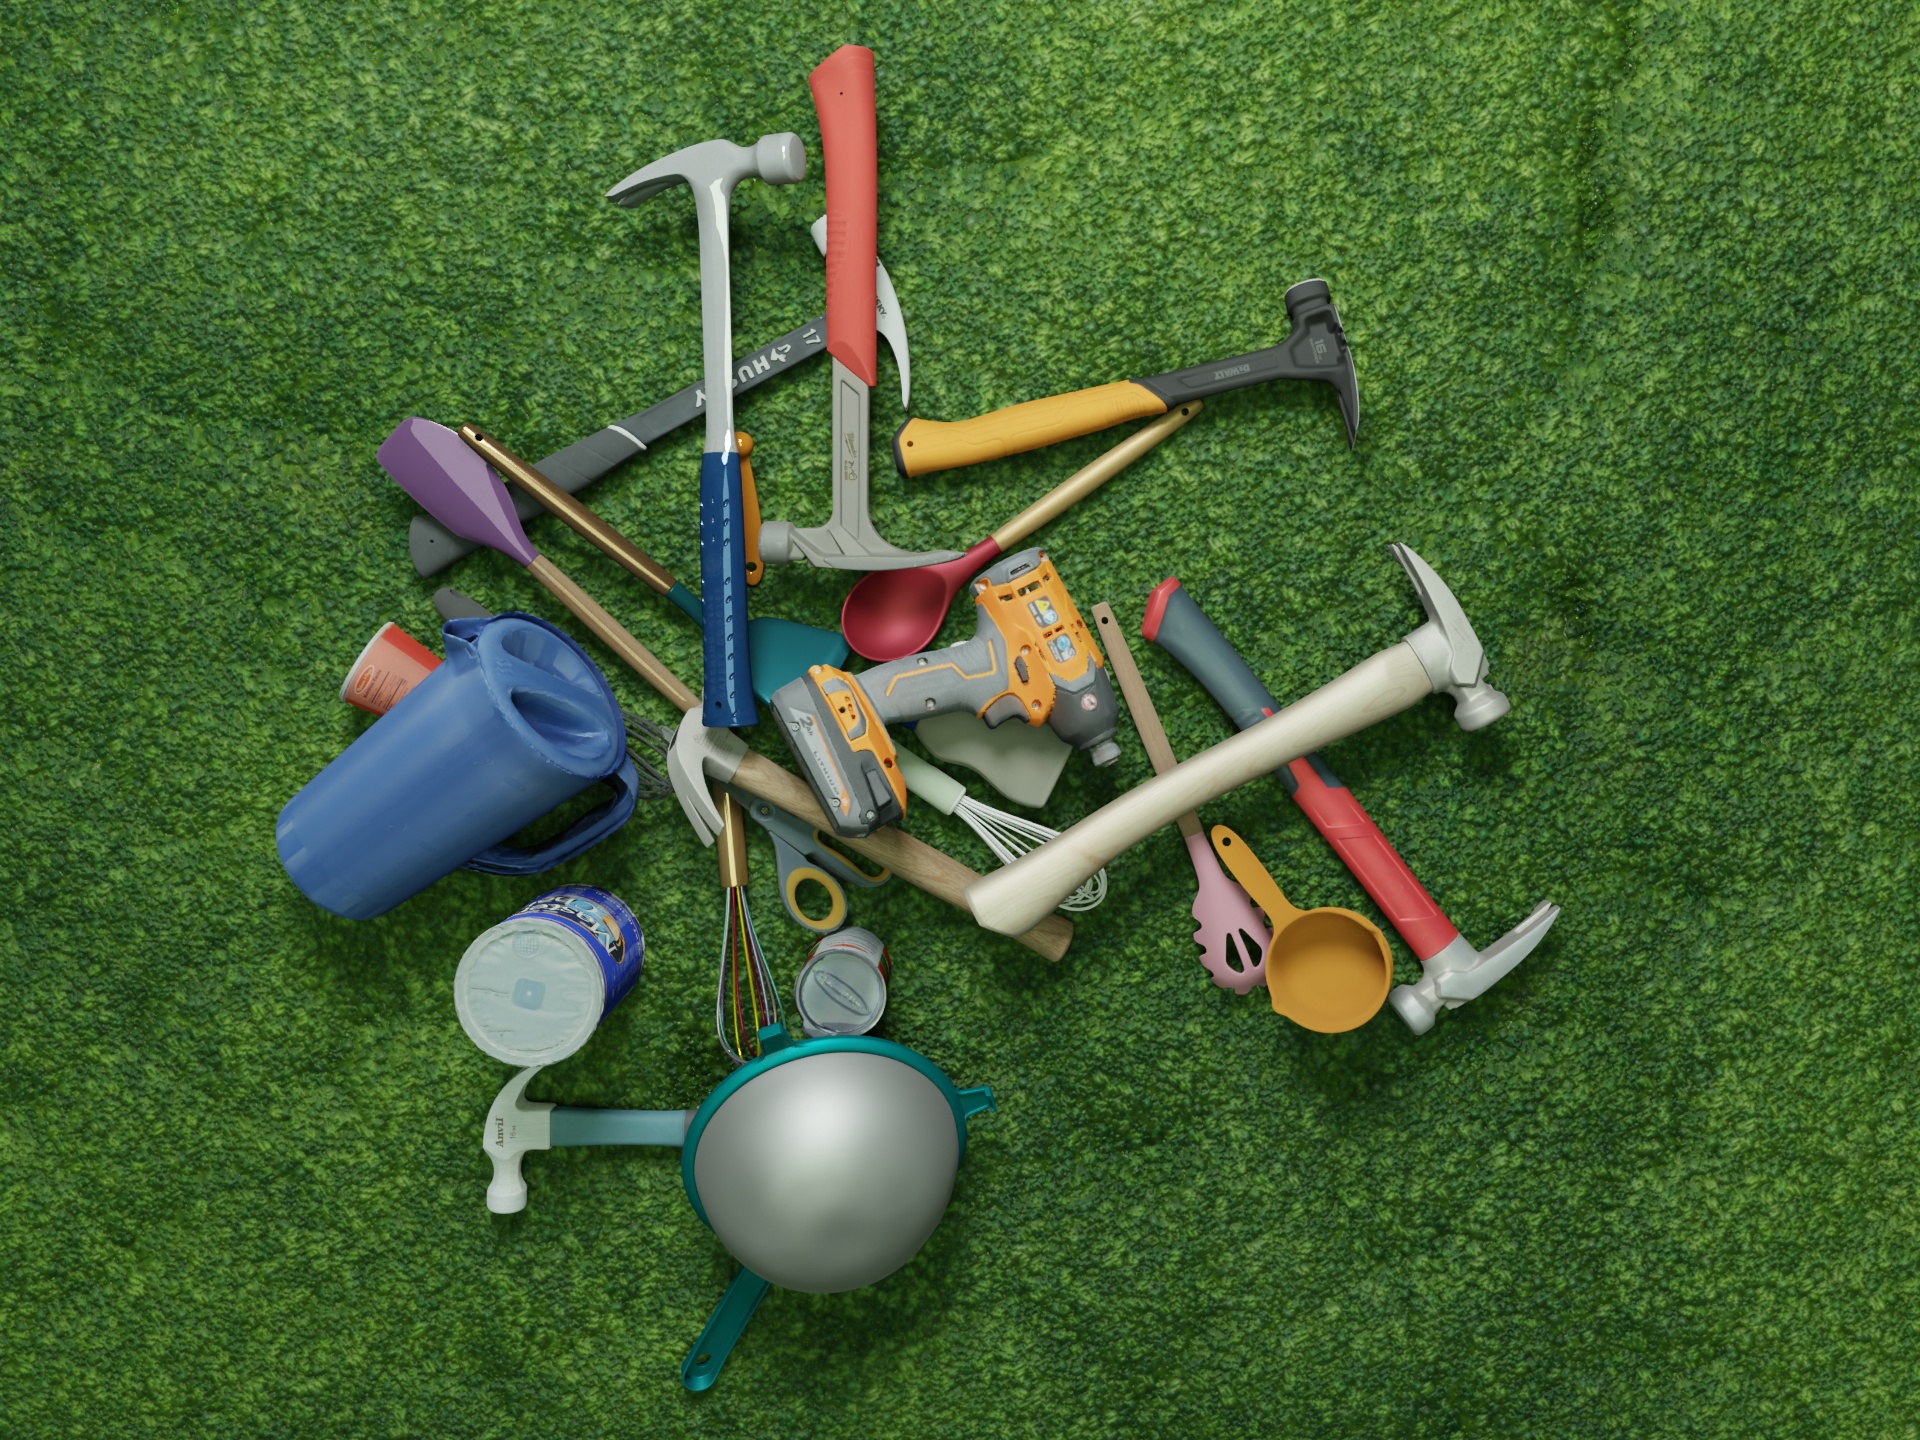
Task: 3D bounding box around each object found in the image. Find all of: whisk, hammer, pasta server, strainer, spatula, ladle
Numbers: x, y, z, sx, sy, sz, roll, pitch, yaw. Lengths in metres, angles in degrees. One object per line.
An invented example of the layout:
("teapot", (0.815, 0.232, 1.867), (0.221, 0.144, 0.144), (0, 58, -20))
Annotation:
("whisk", (-0.165, 0.146, 1.193), (0.051, 0.047, 0.245), (-5, 91, 2))
("hammer", (-0.195, 0.312, 1.210), (0.331, 0.033, 0.128), (1, 95, 0))
("hammer", (-0.224, -0.213, 1.171), (0.409, 0.036, 0.149), (-28, 95, 3))
("hammer", (-0.174, -0.198, 1.117), (0.144, 0.035, 0.405), (0, 93, 20))
("whisk", (0.004, 0.064, 1.186), (0.246, 0.057, 0.059), (34, 52, 2))
("hammer", (0.116, -0.223, 1.154), (0.337, 0.034, 0.127), (-13, 73, 4))
("pasta server", (0.163, 0.059, 1.193), (0.060, 0.040, 0.316), (-23, 90, 2))
("hammer", (-0.068, -0.286, 1.123), (0.149, 0.037, 0.359), (1, 96, 4))
("strainer", (-0.120, 0.388, 1.152), (0.210, 0.095, 0.340), (22, 108, -23))
("hammer", (0.183, 0.027, 1.141), (0.410, 0.038, 0.146), (-29, 91, -1))
("hammer", (0.278, 0.043, 1.183), (0.143, 0.038, 0.386), (-38, 93, 2))
("spatula", (-0.227, -0.116, 1.154), (0.317, 0.044, 0.082), (37, 66, -12))
("ladle", (0.047, -0.147, 1.177), (0.315, 0.031, 0.069), (-35, 98, 1))
("spatula", (-0.292, -0.100, 1.165), (0.060, 0.018, 0.315), (-44, 101, 10))
("hammer", (-0.063, 0.089, 1.169), (0.331, 0.130, 0.031), (30, 137, -9))
("whisk", (-0.297, -0.021, 1.182), (0.239, 0.055, 0.055), (39, 94, 2))

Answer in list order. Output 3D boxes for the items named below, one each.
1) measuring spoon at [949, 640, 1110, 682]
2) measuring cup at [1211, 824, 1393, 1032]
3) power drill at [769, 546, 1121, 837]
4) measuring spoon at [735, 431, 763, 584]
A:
("measuring spoon", (0.052, -0.039, 1.188), (0.124, 0.018, 0.034), (14, 94, 0))
("measuring cup", (0.244, 0.146, 1.161), (0.095, 0.052, 0.174), (-41, 73, 15))
("power drill", (-0.002, -0.004, 1.122), (0.226, 0.084, 0.164), (-28, 85, -10))
("measuring spoon", (-0.157, -0.153, 1.166), (0.021, 0.011, 0.116), (-4, 114, -5))
